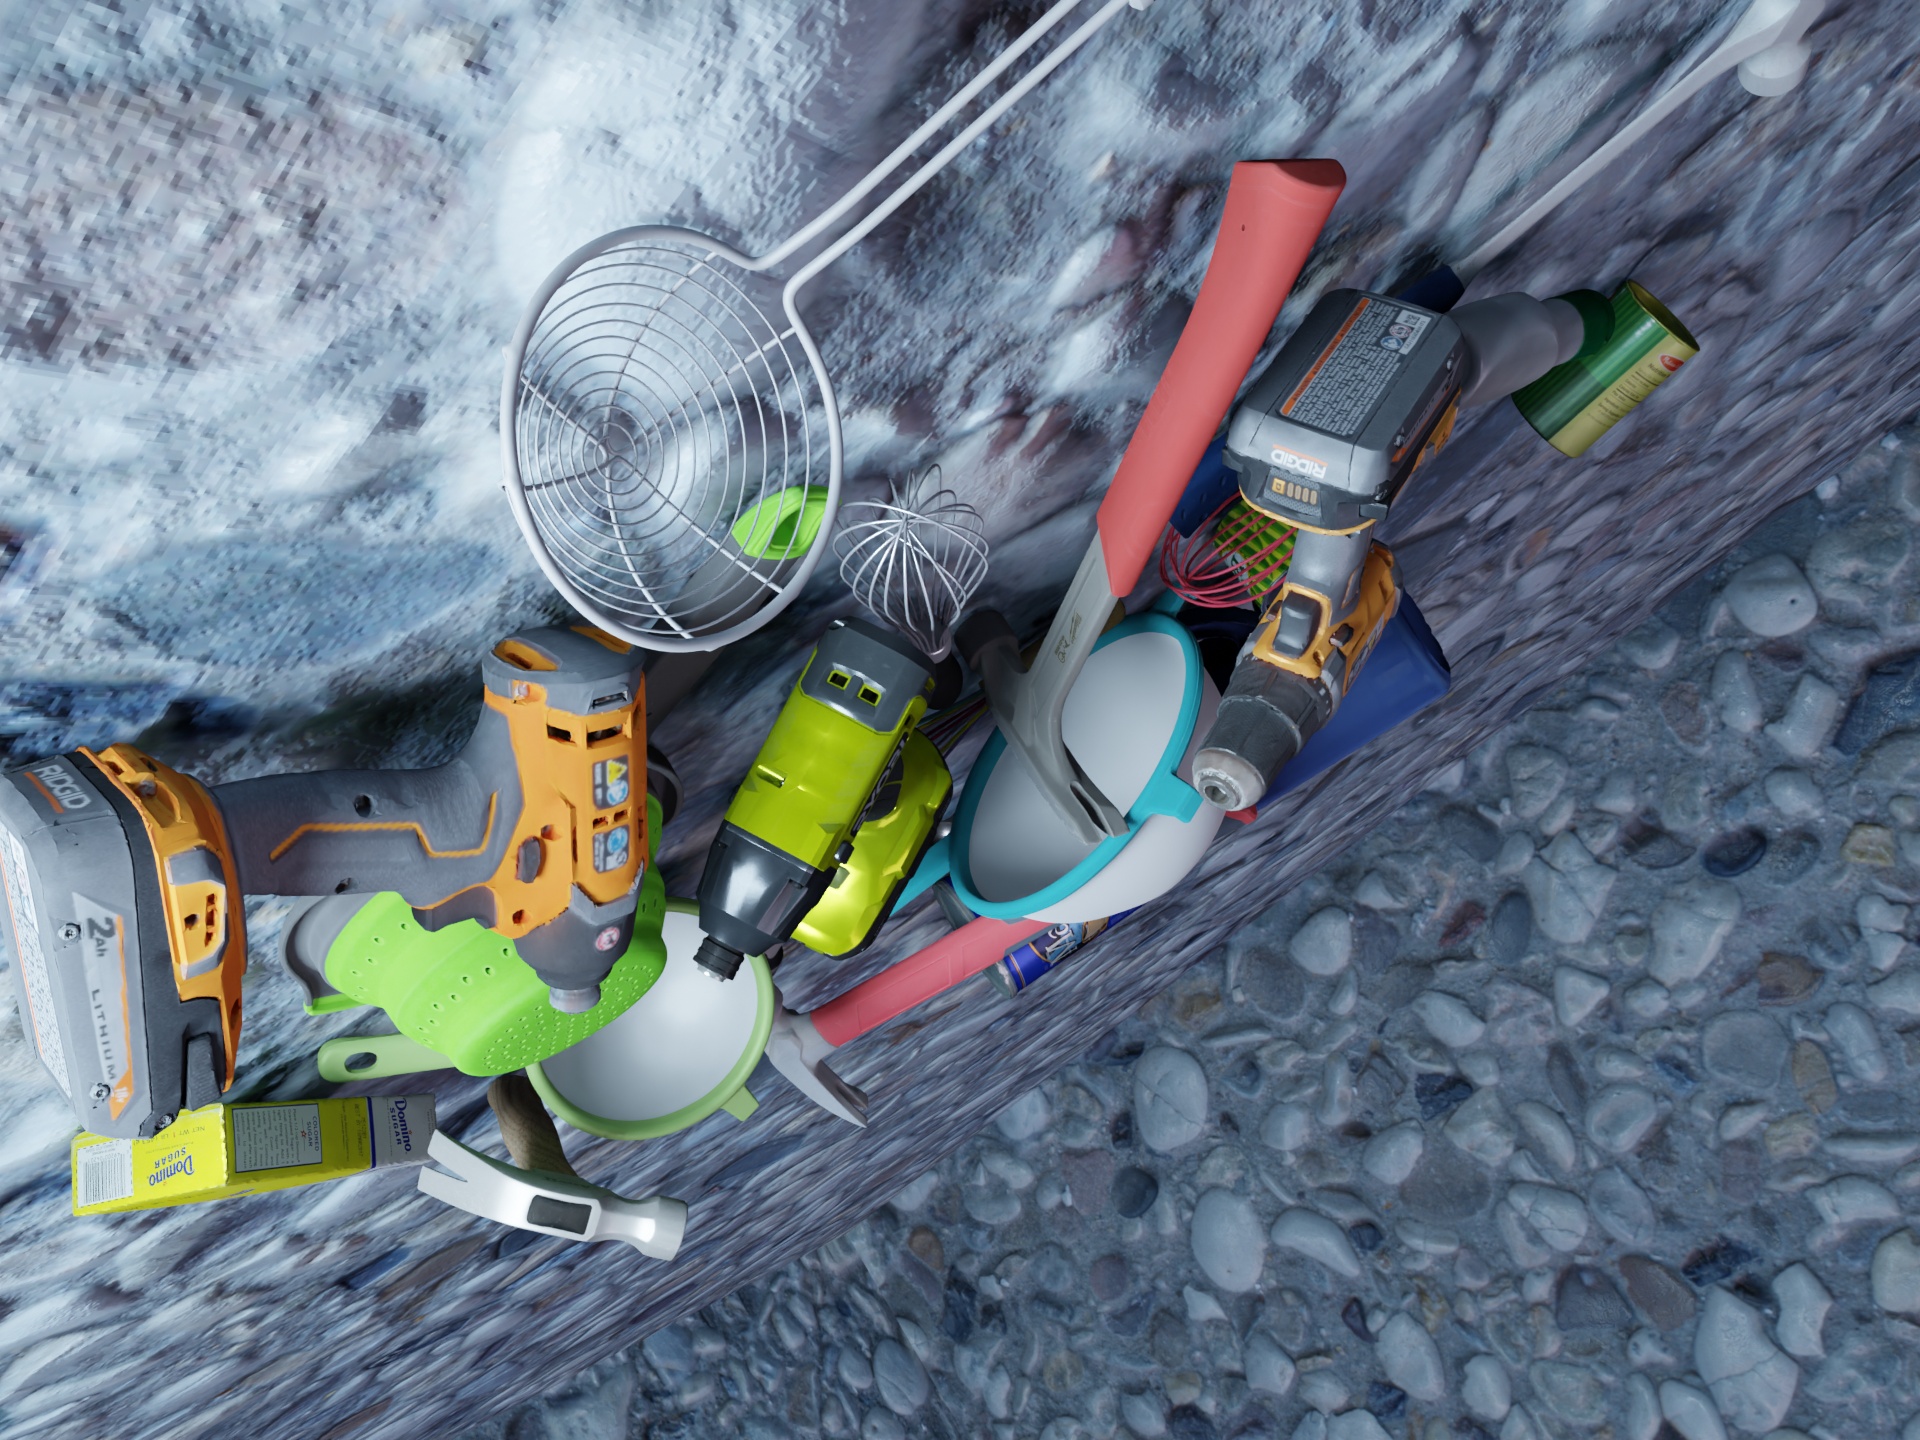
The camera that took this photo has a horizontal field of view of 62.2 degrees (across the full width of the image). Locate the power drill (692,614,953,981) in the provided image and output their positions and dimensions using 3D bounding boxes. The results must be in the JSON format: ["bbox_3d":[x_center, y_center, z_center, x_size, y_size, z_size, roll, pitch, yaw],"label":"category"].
[{"bbox_3d":[-0.068,0.053,0.800,0.171,0.080,0.223,-62,172,-8],"label":"power drill"}]

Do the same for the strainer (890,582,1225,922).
[{"bbox_3d":[0.053,0.078,0.997,0.095,0.211,0.340,34,128,-23],"label":"strainer"}]

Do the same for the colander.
[{"bbox_3d":[-0.160,0.055,0.728,0.397,0.095,0.204,-45,159,30],"label":"colander"}]

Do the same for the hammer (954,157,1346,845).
[{"bbox_3d":[0.089,-0.097,0.743,0.036,0.149,0.358,-15,148,-31],"label":"hammer"}]

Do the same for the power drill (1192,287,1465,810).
[{"bbox_3d":[0.173,-0.074,0.797,0.185,0.084,0.226,-52,154,-30],"label":"power drill"}]

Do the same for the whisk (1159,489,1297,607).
[{"bbox_3d":[0.235,-0.159,0.946,0.296,0.073,0.073,-35,163,-16],"label":"whisk"}]

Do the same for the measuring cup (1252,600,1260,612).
[{"bbox_3d":[0.225,-0.111,1.098,0.083,0.038,0.167,-33,146,10],"label":"measuring cup"}]

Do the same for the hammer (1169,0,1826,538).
[{"bbox_3d":[0.263,-0.238,0.821,0.405,0.035,0.144,-39,162,14],"label":"hammer"}]

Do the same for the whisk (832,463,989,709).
[{"bbox_3d":[-0.016,-0.049,0.785,0.070,0.070,0.284,-33,166,-6],"label":"whisk"}]

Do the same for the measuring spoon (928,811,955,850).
[{"bbox_3d":[0.014,0.060,1.114,0.124,0.034,0.018,-45,141,-35],"label":"measuring spoon"}]

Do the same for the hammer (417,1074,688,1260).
[{"bbox_3d":[-0.255,0.250,0.941,0.130,0.031,0.331,19,171,-19],"label":"hammer"}]

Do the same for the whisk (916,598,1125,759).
[{"bbox_3d":[-0.003,-0.004,0.956,0.245,0.051,0.047,-36,-163,-9],"label":"whisk"}]

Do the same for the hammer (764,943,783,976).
[{"bbox_3d":[0.016,0.079,1.201,0.409,0.036,0.149,-22,157,-36],"label":"hammer"}]

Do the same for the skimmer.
[{"bbox_3d":[0.013,-0.169,0.467,0.363,0.090,0.127,-40,130,9],"label":"skimmer"}]

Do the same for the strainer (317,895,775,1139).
[{"bbox_3d":[-0.240,0.172,0.931,0.256,0.069,0.151,-4,105,-24],"label":"strainer"}]

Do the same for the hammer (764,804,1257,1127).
[{"bbox_3d":[0.036,0.154,1.087,0.386,0.038,0.143,-31,119,17],"label":"hammer"}]

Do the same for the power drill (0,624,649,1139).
[{"bbox_3d":[-0.215,0.065,0.586,0.226,0.084,0.164,-18,121,-40],"label":"power drill"}]
